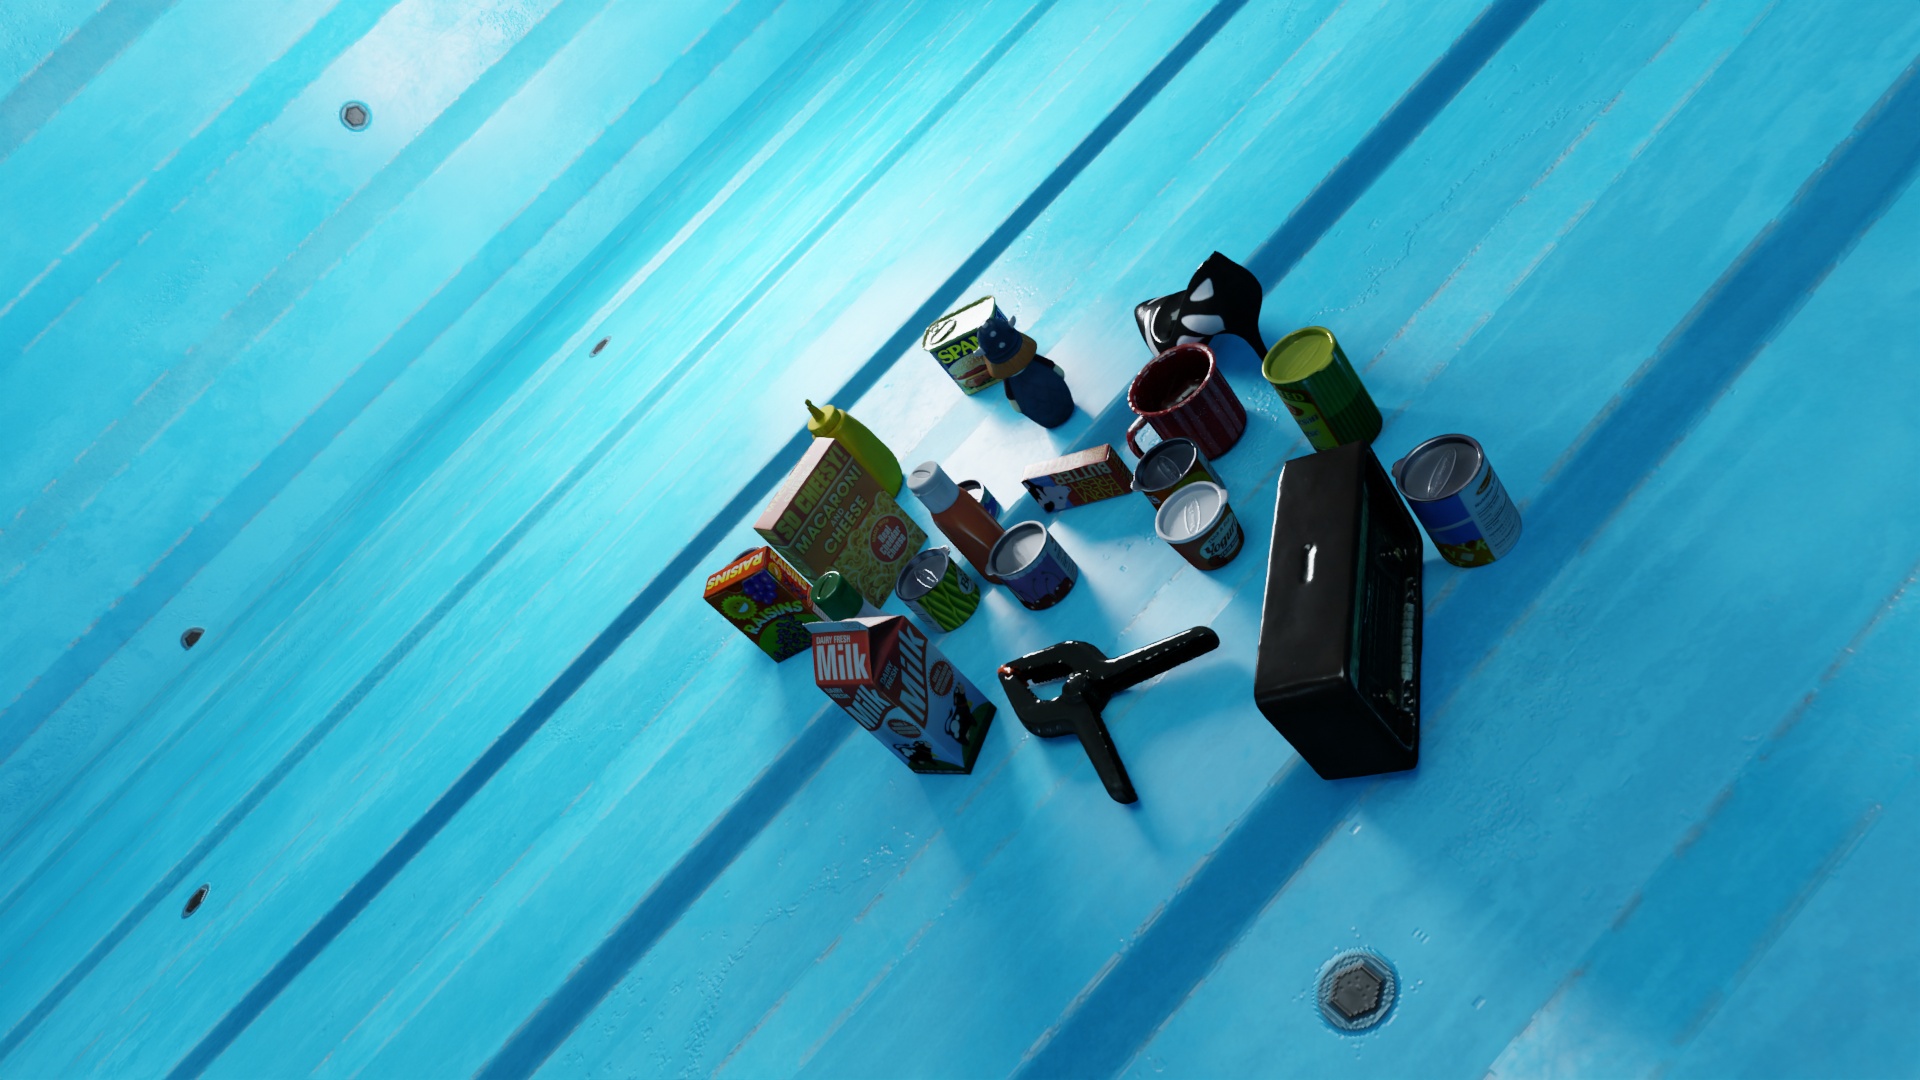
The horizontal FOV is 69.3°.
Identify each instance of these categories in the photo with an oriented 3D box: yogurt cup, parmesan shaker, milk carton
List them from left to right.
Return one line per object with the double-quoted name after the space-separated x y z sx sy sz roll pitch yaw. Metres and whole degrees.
-0.057 0.126 1.222 0.072 0.190 0.074 -8 47 41 "milk carton"
0.213 -0.010 1.222 0.072 0.054 0.073 -27 36 22 "yogurt cup"
0.316 -0.126 1.202 0.071 0.103 0.072 -27 36 22 "parmesan shaker"

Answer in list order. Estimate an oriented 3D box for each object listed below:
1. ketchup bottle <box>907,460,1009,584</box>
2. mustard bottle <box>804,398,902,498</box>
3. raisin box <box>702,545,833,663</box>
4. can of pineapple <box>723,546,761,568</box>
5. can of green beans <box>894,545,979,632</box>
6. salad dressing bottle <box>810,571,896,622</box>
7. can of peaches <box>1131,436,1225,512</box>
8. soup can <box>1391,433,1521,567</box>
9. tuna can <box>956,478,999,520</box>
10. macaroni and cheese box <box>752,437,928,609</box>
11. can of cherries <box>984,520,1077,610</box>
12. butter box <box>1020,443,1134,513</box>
0.005 -0.017 1.357 0.065 0.148 0.044 10 60 51 "ketchup bottle"
-0.129 -0.109 1.587 0.048 0.160 0.066 -21 39 29 "mustard bottle"
-0.203 0.070 1.495 0.086 0.123 0.040 -26 37 23 "raisin box"
-0.235 0.049 1.611 0.071 0.057 0.071 -27 36 22 "can of pineapple"
-0.023 0.050 1.392 0.071 0.057 0.071 -27 36 22 "can of green beans"
-0.085 0.088 1.333 0.044 0.147 0.064 -10 45 39 "salad dressing bottle"
0.200 -0.051 1.278 0.071 0.058 0.071 -27 36 22 "can of peaches"
0.375 -0.030 1.051 0.071 0.083 0.072 -27 36 22 "soup can"
0.006 -0.029 1.474 0.071 0.032 0.071 -27 36 22 "tuna can"
-0.125 -0.009 1.465 0.040 0.166 0.124 6 57 49 "macaroni and cheese box"
0.067 0.026 1.327 0.071 0.058 0.072 -27 36 22 "can of cherries"
0.117 -0.061 1.379 0.103 0.053 0.024 -14 43 36 "butter box"
